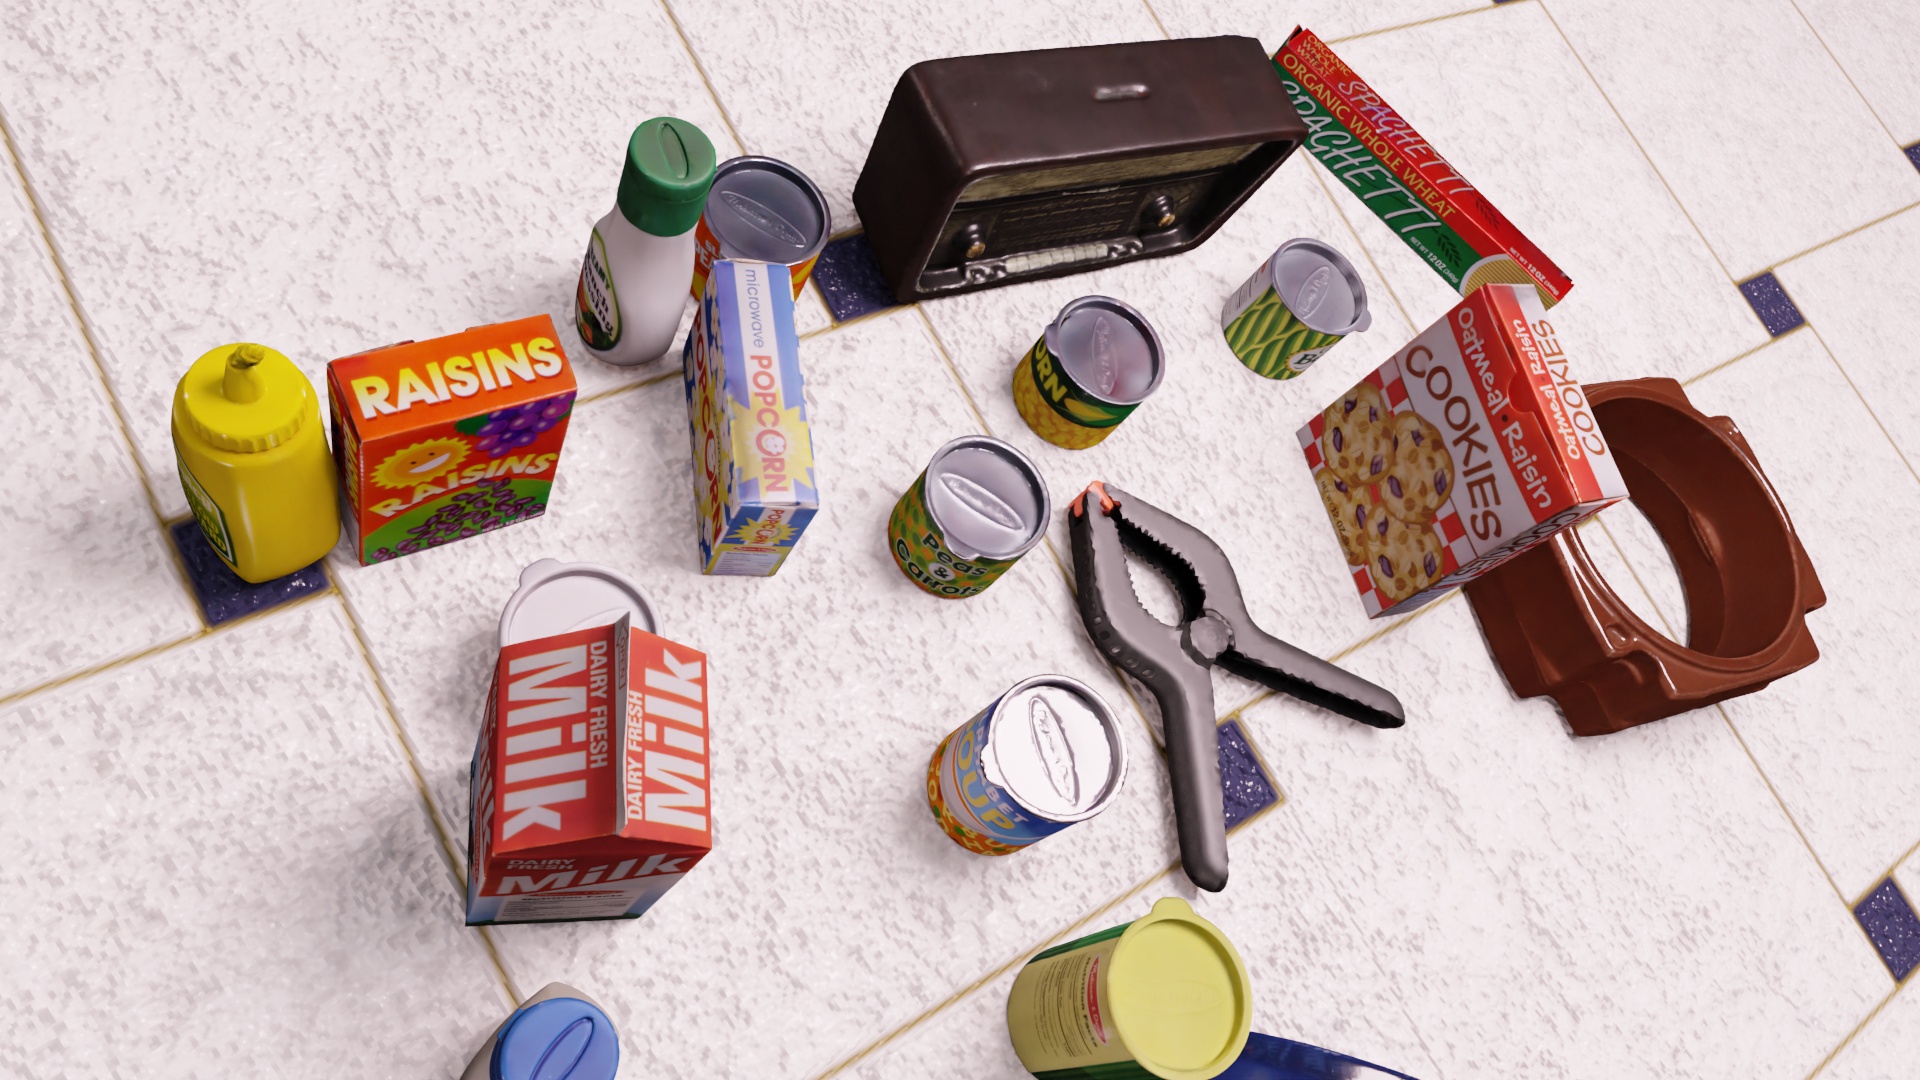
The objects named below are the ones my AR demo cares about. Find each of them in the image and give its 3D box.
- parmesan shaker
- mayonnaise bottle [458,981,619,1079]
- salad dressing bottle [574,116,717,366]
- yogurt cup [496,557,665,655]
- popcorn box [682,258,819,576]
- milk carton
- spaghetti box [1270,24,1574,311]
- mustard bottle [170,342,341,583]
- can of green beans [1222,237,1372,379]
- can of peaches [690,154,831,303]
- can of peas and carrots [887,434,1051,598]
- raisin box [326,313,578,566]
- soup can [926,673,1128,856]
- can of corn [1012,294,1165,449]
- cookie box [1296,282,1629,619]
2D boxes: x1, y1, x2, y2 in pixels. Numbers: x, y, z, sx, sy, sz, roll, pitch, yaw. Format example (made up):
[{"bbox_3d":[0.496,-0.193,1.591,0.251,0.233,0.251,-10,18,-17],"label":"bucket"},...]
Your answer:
[{"bbox_3d":[0.070,0.198,0.599,0.071,0.102,0.071,9,64,-19],"label":"parmesan shaker"},{"bbox_3d":[-0.148,0.186,0.485,0.041,0.147,0.065,39,58,-3],"label":"mayonnaise bottle"},{"bbox_3d":[-0.144,-0.133,0.633,0.044,0.147,0.064,-12,73,-27],"label":"salad dressing bottle"},{"bbox_3d":[-0.165,0.049,0.596,0.072,0.053,0.072,9,64,-19],"label":"yogurt cup"},{"bbox_3d":[-0.101,-0.056,0.653,0.038,0.085,0.127,0,67,-23],"label":"popcorn box"},{"bbox_3d":[-0.137,0.090,0.509,0.073,0.189,0.072,4,66,-22],"label":"milk carton"},{"bbox_3d":[0.297,-0.238,0.925,0.250,0.050,0.029,44,58,0],"label":"spaghetti box"},{"bbox_3d":[-0.270,-0.036,0.528,0.049,0.159,0.065,-32,82,-31],"label":"mustard bottle"},{"bbox_3d":[0.199,-0.138,0.833,0.071,0.057,0.071,9,64,-19],"label":"can of green beans"},{"bbox_3d":[-0.107,-0.151,0.709,0.071,0.057,0.071,9,64,-19],"label":"can of peaches"},{"bbox_3d":[0.002,-0.009,0.690,0.071,0.058,0.071,9,64,-19],"label":"can of peas and carrots"},{"bbox_3d":[-0.212,-0.040,0.576,0.086,0.123,0.040,-19,76,-29],"label":"raisin box"},{"bbox_3d":[0.026,0.105,0.634,0.071,0.083,0.071,9,64,-19],"label":"soup can"},{"bbox_3d":[0.066,-0.091,0.755,0.071,0.058,0.071,9,64,-19],"label":"can of corn"},{"bbox_3d":[0.263,-0.044,0.753,0.040,0.166,0.123,-8,71,-26],"label":"cookie box"}]
